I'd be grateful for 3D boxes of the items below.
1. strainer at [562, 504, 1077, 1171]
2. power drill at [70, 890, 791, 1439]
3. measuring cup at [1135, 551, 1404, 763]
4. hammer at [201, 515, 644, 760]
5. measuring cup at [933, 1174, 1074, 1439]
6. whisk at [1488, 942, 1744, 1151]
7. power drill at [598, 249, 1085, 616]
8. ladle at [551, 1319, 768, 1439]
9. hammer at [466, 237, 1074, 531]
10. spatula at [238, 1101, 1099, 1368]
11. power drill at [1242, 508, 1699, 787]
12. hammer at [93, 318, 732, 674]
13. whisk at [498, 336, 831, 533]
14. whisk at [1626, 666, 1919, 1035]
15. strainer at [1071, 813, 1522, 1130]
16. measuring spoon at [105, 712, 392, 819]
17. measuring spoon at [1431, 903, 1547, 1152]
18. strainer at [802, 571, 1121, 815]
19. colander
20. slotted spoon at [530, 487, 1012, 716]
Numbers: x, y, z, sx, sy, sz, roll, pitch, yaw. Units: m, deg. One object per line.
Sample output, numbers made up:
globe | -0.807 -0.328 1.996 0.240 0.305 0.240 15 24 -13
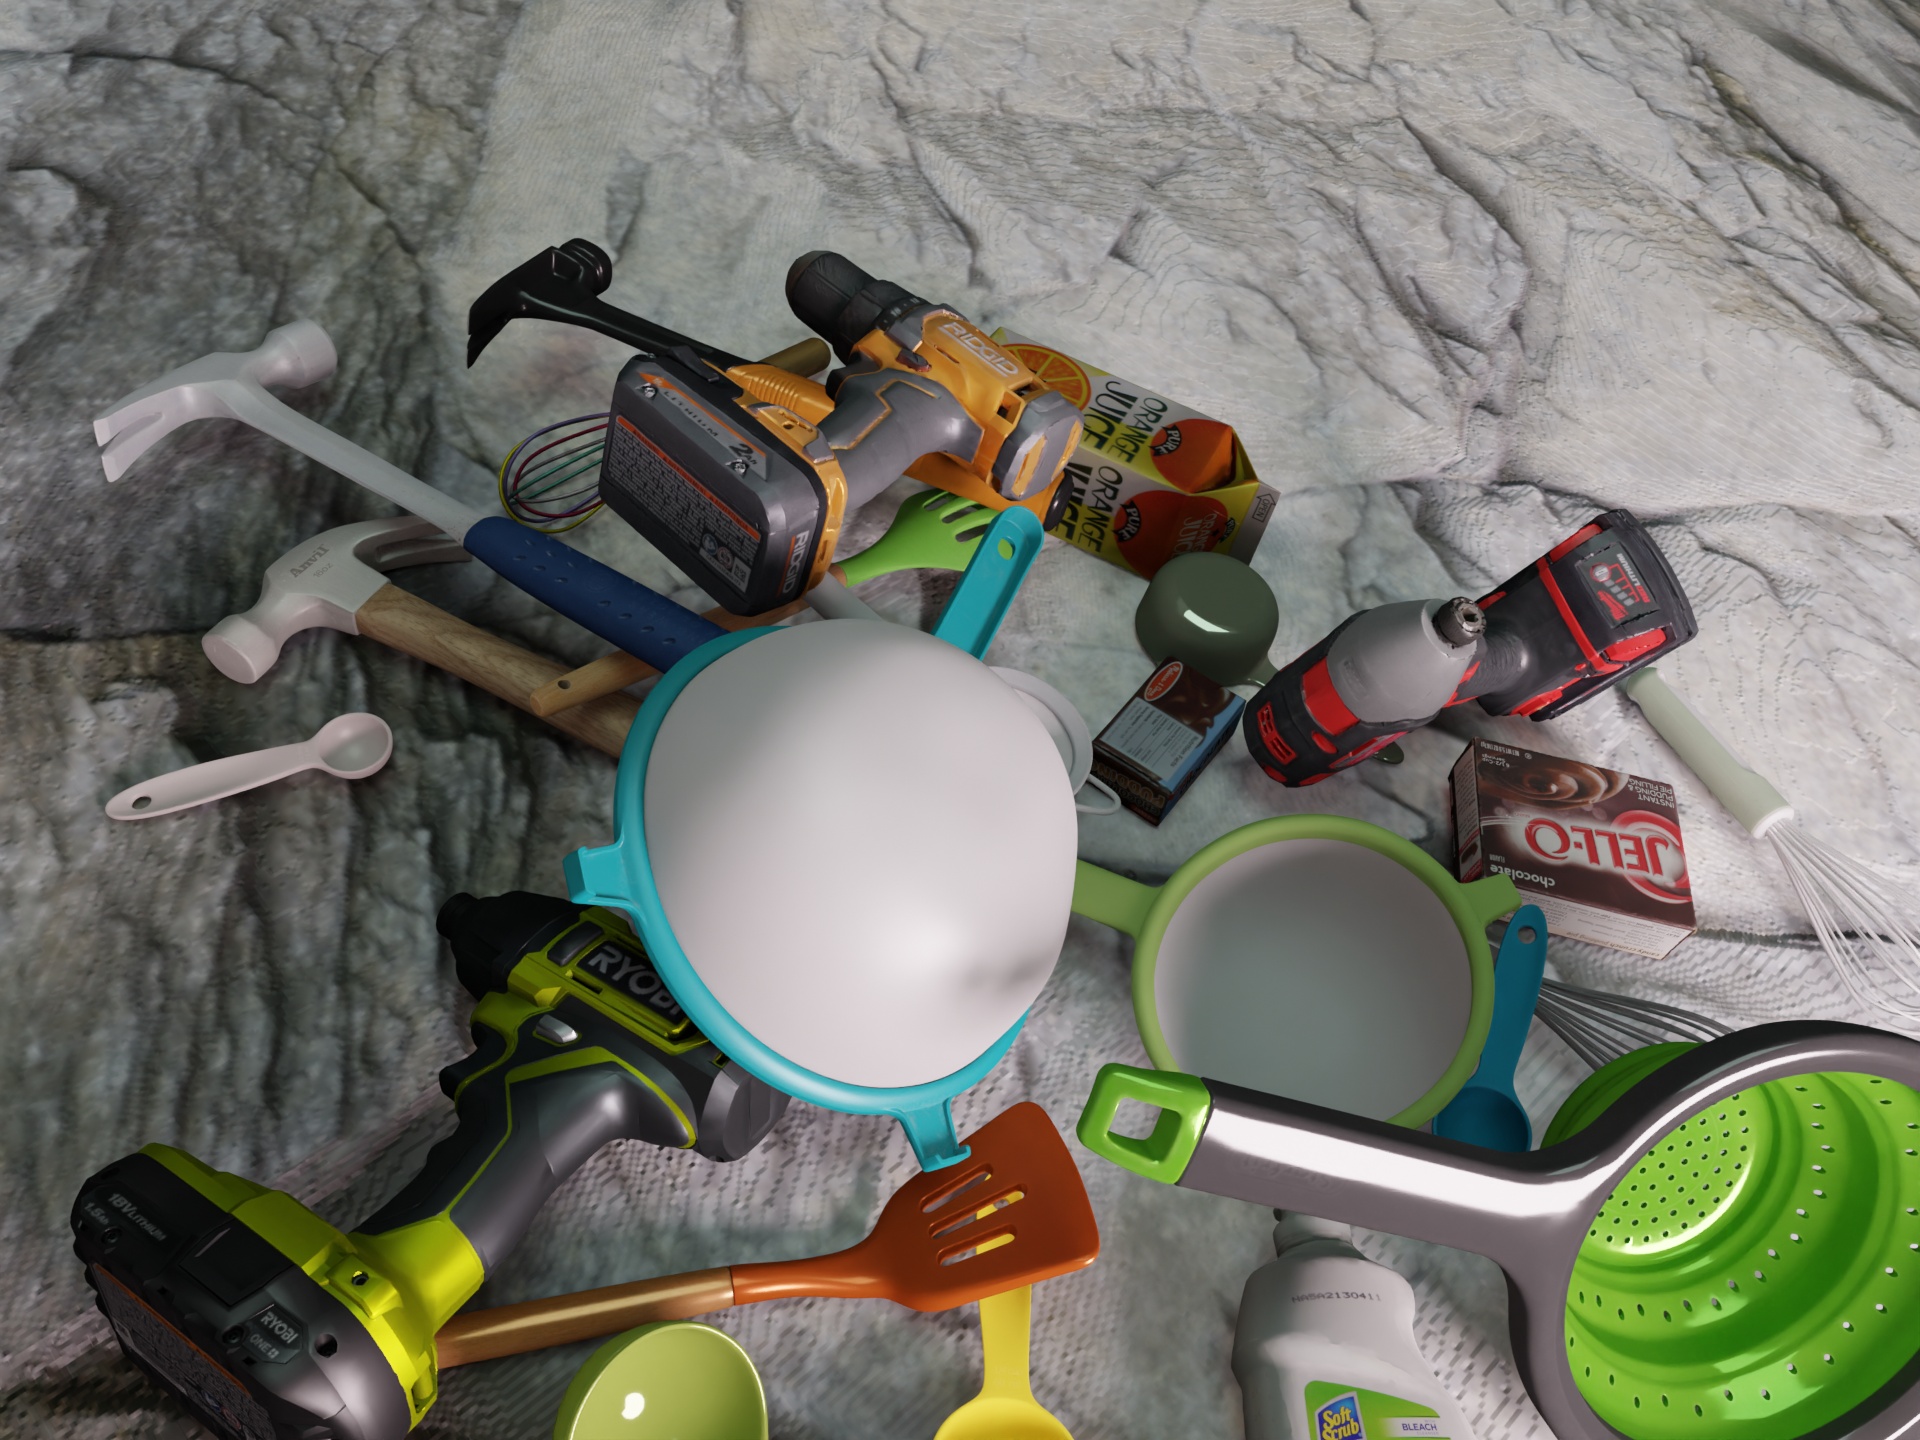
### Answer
strainer | -0.001 -0.002 0.670 0.211 0.095 0.341 41 46 -16
power drill | -0.192 0.153 0.588 0.171 0.080 0.223 24 40 24
measuring cup | 0.172 -0.034 0.859 0.168 0.038 0.083 35 52 17
hammer | -0.185 -0.010 0.768 0.331 0.031 0.130 24 50 8
measuring cup | 0.015 0.244 0.606 0.062 0.029 0.157 8 37 -6
whisk | 0.264 0.128 0.741 0.239 0.055 0.055 27 50 17
power drill | -0.071 -0.157 0.783 0.185 0.084 0.226 41 46 19
ladle | -0.011 0.322 0.509 0.320 0.062 0.078 39 53 17
hammer | -0.099 -0.176 0.873 0.337 0.034 0.127 23 40 6
spatula | -0.110 0.209 0.592 0.322 0.041 0.081 -6 36 -15
power drill | 0.259 -0.036 0.799 0.219 0.143 0.079 -16 73 -32
hammer | -0.243 -0.091 0.768 0.406 0.035 0.144 28 44 21
whisk | -0.162 -0.168 0.906 0.245 0.051 0.047 -36 86 -38
whisk | 0.432 0.059 0.833 0.057 0.059 0.247 24 29 -46
strainer | 0.109 0.105 0.720 0.256 0.069 0.151 20 70 26
measuring spoon | -0.320 0.026 0.723 0.124 0.018 0.034 -16 57 -15
measuring spoon | 0.242 0.144 0.713 0.042 0.021 0.129 16 69 14
strainer | -0.031 -0.031 0.782 0.258 0.050 0.087 41 52 3
colander | 0.222 0.172 0.607 0.397 0.204 0.095 17 13 -14
slotted spoon | -0.081 -0.064 0.813 0.314 0.031 0.070 -28 63 -37
